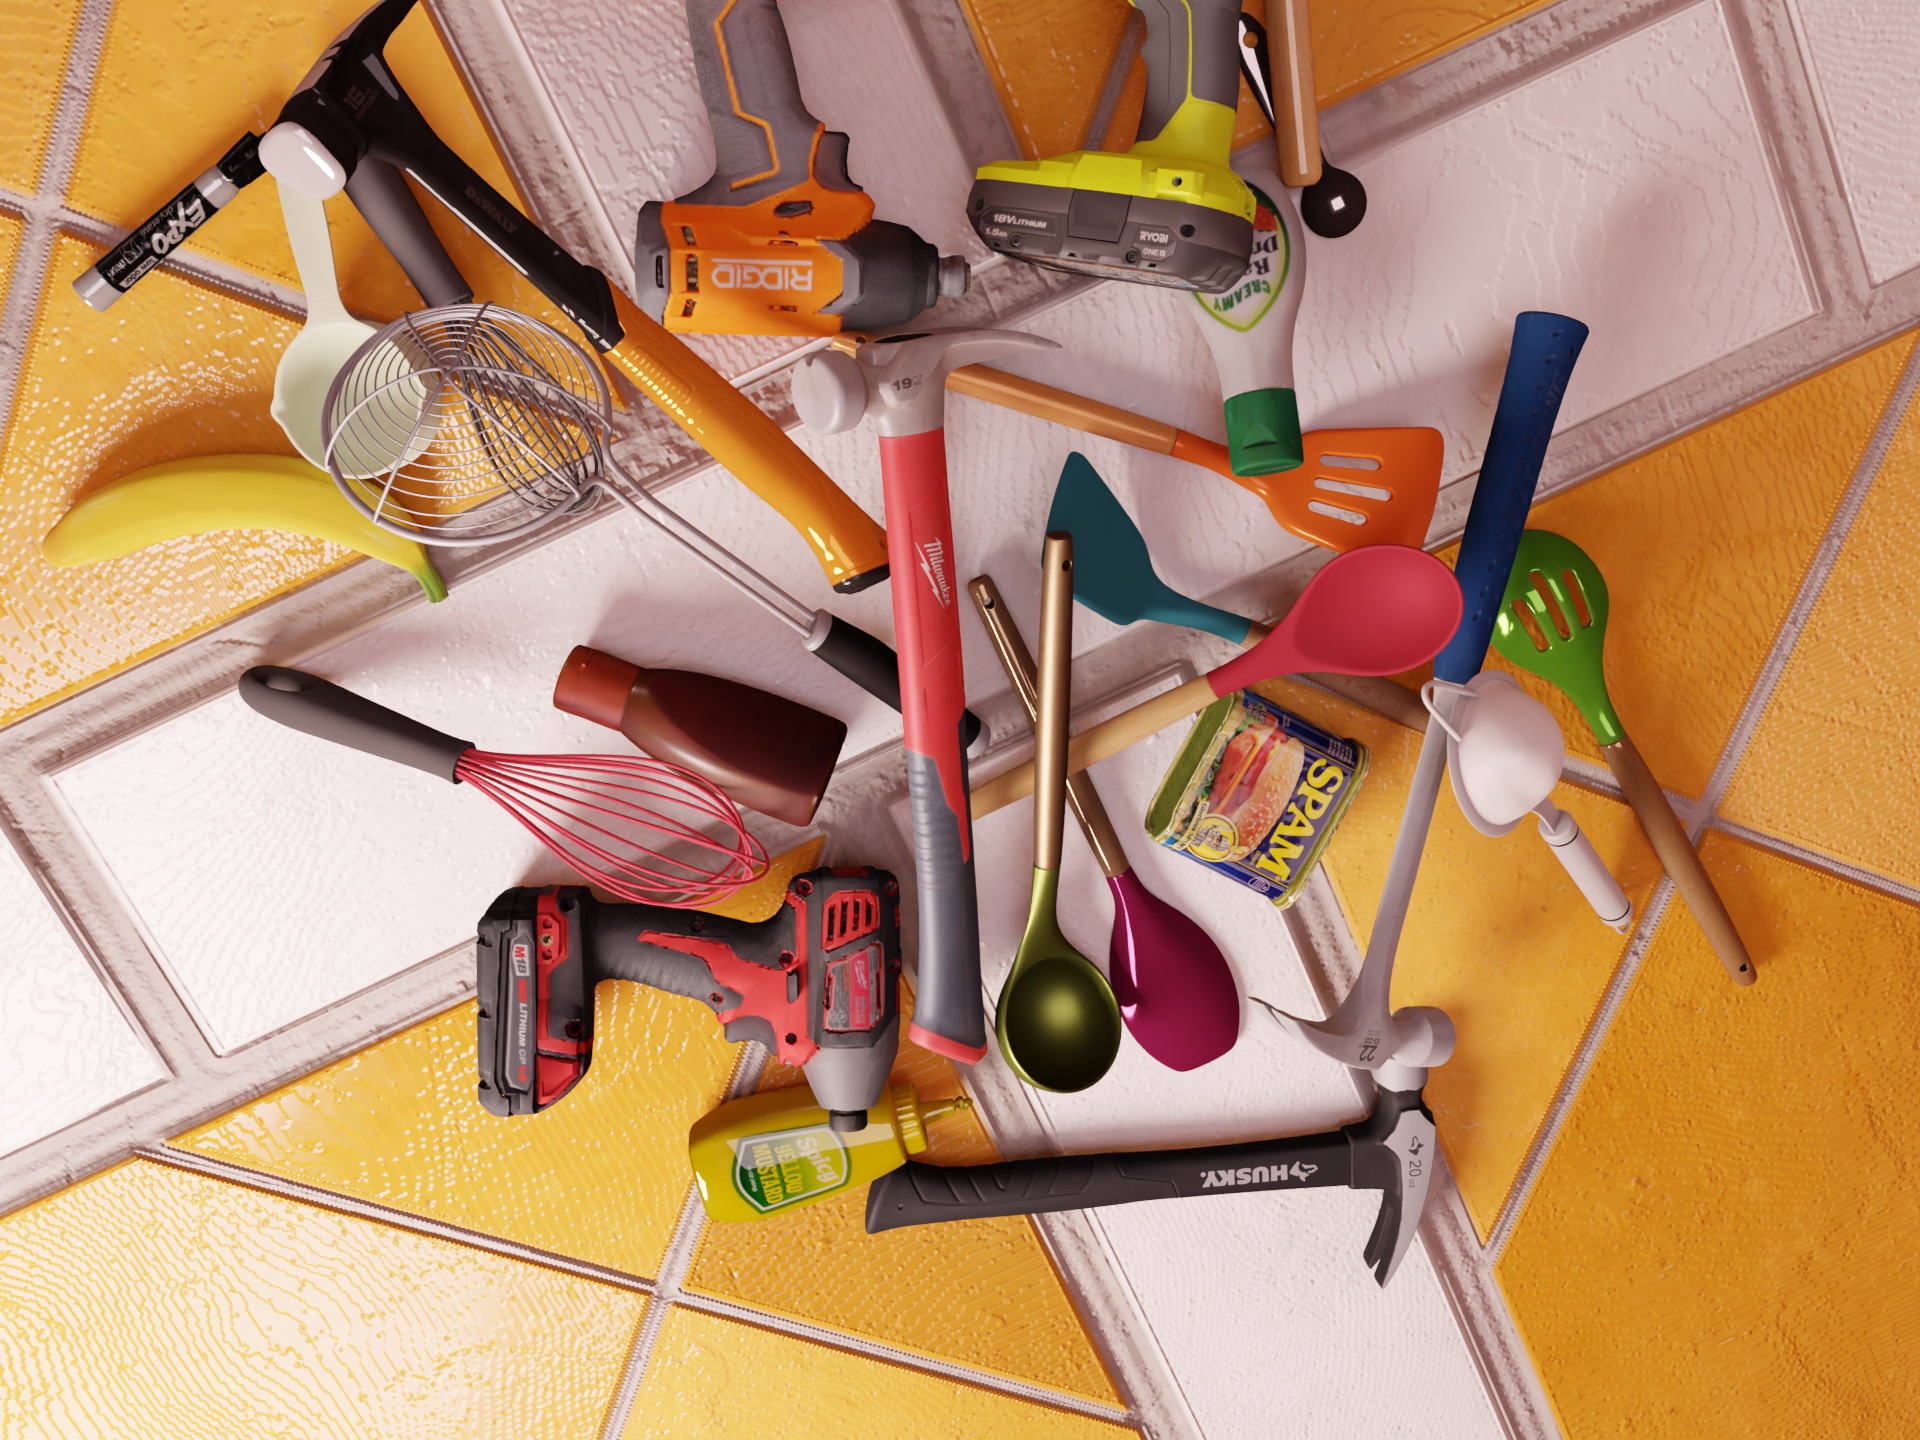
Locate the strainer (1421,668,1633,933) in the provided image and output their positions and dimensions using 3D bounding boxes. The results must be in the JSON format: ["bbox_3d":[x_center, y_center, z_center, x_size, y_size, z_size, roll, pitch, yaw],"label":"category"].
[{"bbox_3d":[0.321,0.052,0.855,0.258,0.050,0.087,43,63,-39],"label":"strainer"}]

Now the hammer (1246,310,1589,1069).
[{"bbox_3d":[0.253,-0.010,0.835,0.144,0.035,0.405,9,98,-36],"label":"hammer"}]

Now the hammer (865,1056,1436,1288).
[{"bbox_3d":[0.111,0.271,0.931,0.334,0.035,0.146,-4,103,-4],"label":"hammer"}]

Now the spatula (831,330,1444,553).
[{"bbox_3d":[0.090,-0.154,0.827,0.322,0.041,0.081,16,86,-7],"label":"spatula"}]

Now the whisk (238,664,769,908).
[{"bbox_3d":[-0.235,0.028,0.809,0.296,0.073,0.073,20,101,7],"label":"whisk"}]

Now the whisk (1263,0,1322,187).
[{"bbox_3d":[0.152,-0.386,0.772,0.051,0.047,0.245,-7,103,4],"label":"whisk"}]

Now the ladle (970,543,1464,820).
[{"bbox_3d":[0.109,-0.005,0.830,0.315,0.031,0.069,-27,102,19],"label":"ladle"}]

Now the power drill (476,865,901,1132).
[{"bbox_3d":[-0.140,0.152,0.851,0.219,0.078,0.143,-1,90,-8],"label":"power drill"}]

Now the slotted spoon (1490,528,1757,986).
[{"bbox_3d":[0.384,0.029,0.903,0.070,0.031,0.313,-32,105,6],"label":"slotted spoon"}]

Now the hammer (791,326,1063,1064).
[{"bbox_3d":[-0.001,-0.003,0.815,0.143,0.038,0.386,-20,116,-36],"label":"hammer"}]

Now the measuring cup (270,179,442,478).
[{"bbox_3d":[-0.301,-0.203,0.778,0.083,0.038,0.167,-7,102,11],"label":"measuring cup"}]

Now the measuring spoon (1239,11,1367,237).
[{"bbox_3d":[0.171,-0.304,0.810,0.034,0.018,0.124,-32,103,3],"label":"measuring spoon"}]

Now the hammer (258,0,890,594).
[{"bbox_3d":[-0.145,-0.175,0.724,0.034,0.127,0.336,-20,132,37],"label":"hammer"}]

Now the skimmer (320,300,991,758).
[{"bbox_3d":[-0.133,-0.073,0.790,0.363,0.090,0.127,35,61,-34],"label":"skimmer"}]

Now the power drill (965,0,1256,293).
[{"bbox_3d":[0.083,-0.326,0.752,0.171,0.080,0.223,15,102,24],"label":"power drill"}]

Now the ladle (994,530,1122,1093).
[{"bbox_3d":[0.054,0.057,0.829,0.078,0.062,0.320,-18,123,-32],"label":"ladle"}]

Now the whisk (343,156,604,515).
[{"bbox_3d":[-0.252,-0.205,0.785,0.055,0.055,0.239,-31,99,3],"label":"whisk"}]

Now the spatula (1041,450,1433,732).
[{"bbox_3d":[0.180,-0.041,0.858,0.317,0.044,0.082,23,60,-13],"label":"spatula"}]

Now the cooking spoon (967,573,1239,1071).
[{"bbox_3d":[0.077,0.062,0.887,0.069,0.017,0.318,-26,104,1],"label":"cooking spoon"}]

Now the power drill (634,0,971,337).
[{"bbox_3d":[-0.073,-0.299,0.761,0.164,0.084,0.226,1,107,-6],"label":"power drill"}]
